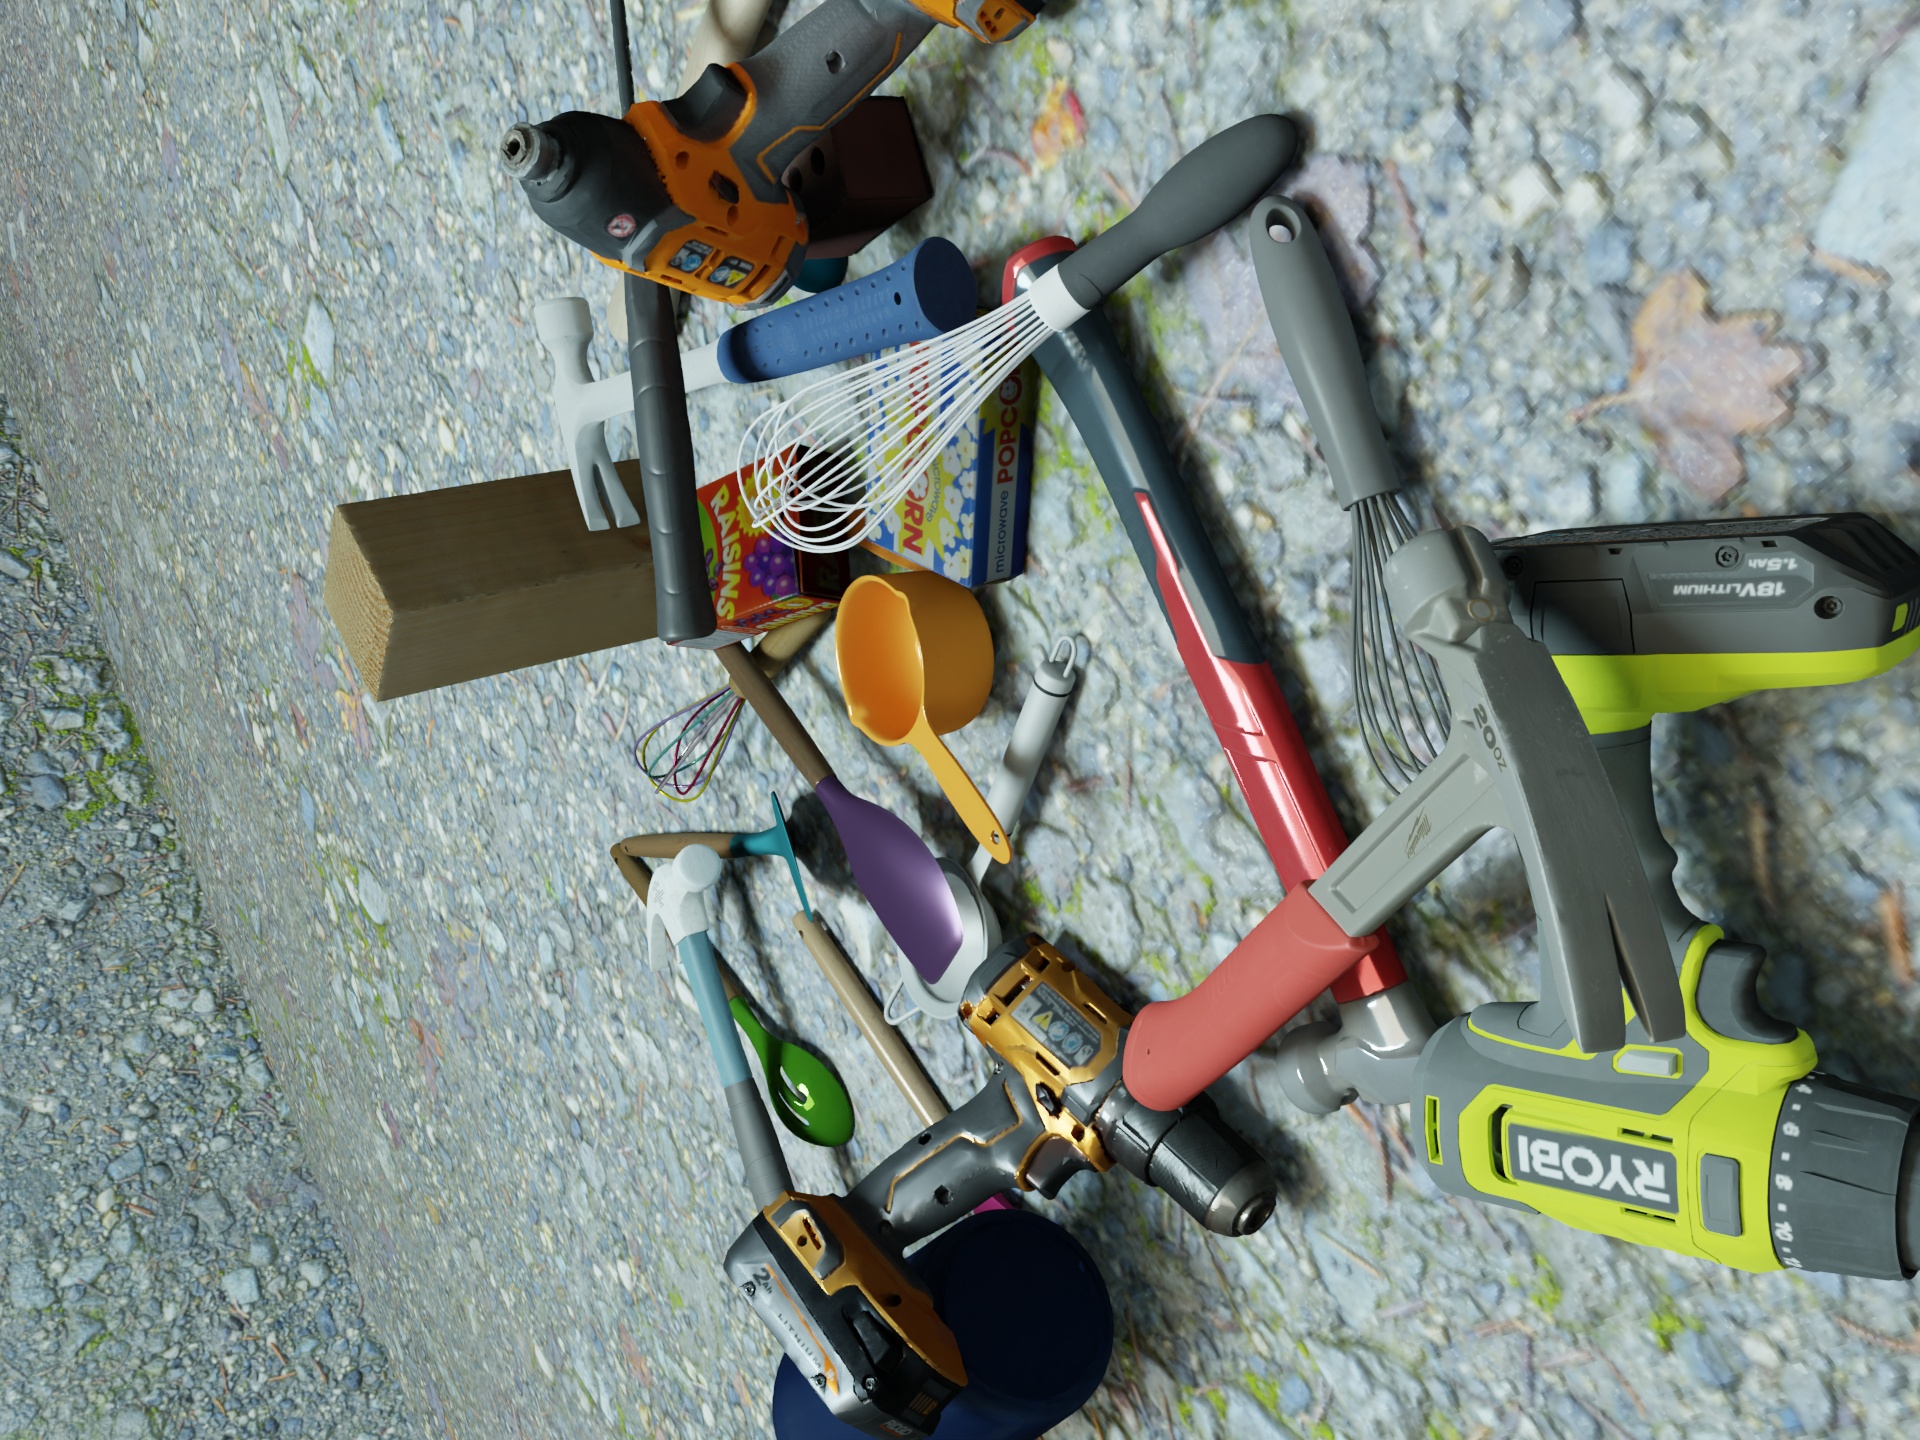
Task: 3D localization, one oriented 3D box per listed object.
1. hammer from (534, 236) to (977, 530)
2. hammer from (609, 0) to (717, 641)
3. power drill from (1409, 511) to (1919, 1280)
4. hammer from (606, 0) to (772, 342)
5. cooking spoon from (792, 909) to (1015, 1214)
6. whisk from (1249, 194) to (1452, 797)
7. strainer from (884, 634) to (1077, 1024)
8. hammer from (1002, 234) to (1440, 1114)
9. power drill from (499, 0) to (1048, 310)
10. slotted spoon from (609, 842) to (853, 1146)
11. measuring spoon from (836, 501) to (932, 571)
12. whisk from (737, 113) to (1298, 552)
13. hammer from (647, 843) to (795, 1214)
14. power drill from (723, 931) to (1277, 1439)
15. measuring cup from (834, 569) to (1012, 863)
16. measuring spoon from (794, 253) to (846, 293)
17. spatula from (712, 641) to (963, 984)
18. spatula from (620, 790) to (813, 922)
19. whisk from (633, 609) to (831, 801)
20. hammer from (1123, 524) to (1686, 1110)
[{"bbox_3d":[-0.126,-0.186,0.847,0.406,0.035,0.144,3,105,53],"label":"hammer"},{"bbox_3d":[-0.156,-0.241,0.780,0.149,0.036,0.409,160,104,-84],"label":"hammer"},{"bbox_3d":[0.231,0.056,0.483,0.191,0.080,0.228,2,102,43],"label":"power drill"},{"bbox_3d":[-0.130,-0.362,0.844,0.146,0.038,0.410,61,143,18],"label":"hammer"},{"bbox_3d":[-0.015,0.237,0.952,0.319,0.017,0.068,52,145,26],"label":"cooking spoon"},{"bbox_3d":[0.148,-0.082,0.584,0.055,0.055,0.239,-25,79,54],"label":"whisk"},{"bbox_3d":[0.017,0.064,0.821,0.087,0.050,0.258,56,137,42],"label":"strainer"},{"bbox_3d":[0.117,-0.032,0.651,0.143,0.038,0.386,-33,77,52],"label":"hammer"},{"bbox_3d":[-0.076,-0.269,0.646,0.226,0.164,0.084,-41,73,24],"label":"power drill"},{"bbox_3d":[-0.175,0.187,1.137,0.314,0.031,0.070,44,131,36],"label":"slotted spoon"},{"bbox_3d":[-0.047,-0.103,0.864,0.117,0.011,0.021,30,107,40],"label":"measuring spoon"},{"bbox_3d":[0.016,-0.154,0.654,0.284,0.070,0.070,-30,78,28],"label":"whisk"},{"bbox_3d":[-0.142,0.251,1.046,0.128,0.033,0.331,-39,68,60],"label":"hammer"},{"bbox_3d":[0.021,0.232,0.752,0.186,0.226,0.084,37,168,39],"label":"power drill"},{"bbox_3d":[-0.001,-0.003,0.797,0.174,0.052,0.095,57,141,28],"label":"measuring cup"},{"bbox_3d":[-0.118,-0.255,0.853,0.129,0.021,0.042,18,125,29],"label":"measuring spoon"},{"bbox_3d":[-0.088,0.017,0.899,0.316,0.018,0.059,51,127,31],"label":"spatula"},{"bbox_3d":[-0.172,0.087,1.076,0.317,0.044,0.082,-7,101,55],"label":"spatula"},{"bbox_3d":[-0.142,-0.010,1.001,0.245,0.051,0.047,-41,61,46],"label":"whisk"},{"bbox_3d":[0.123,0.090,0.565,0.358,0.036,0.149,110,152,-61],"label":"hammer"}]
